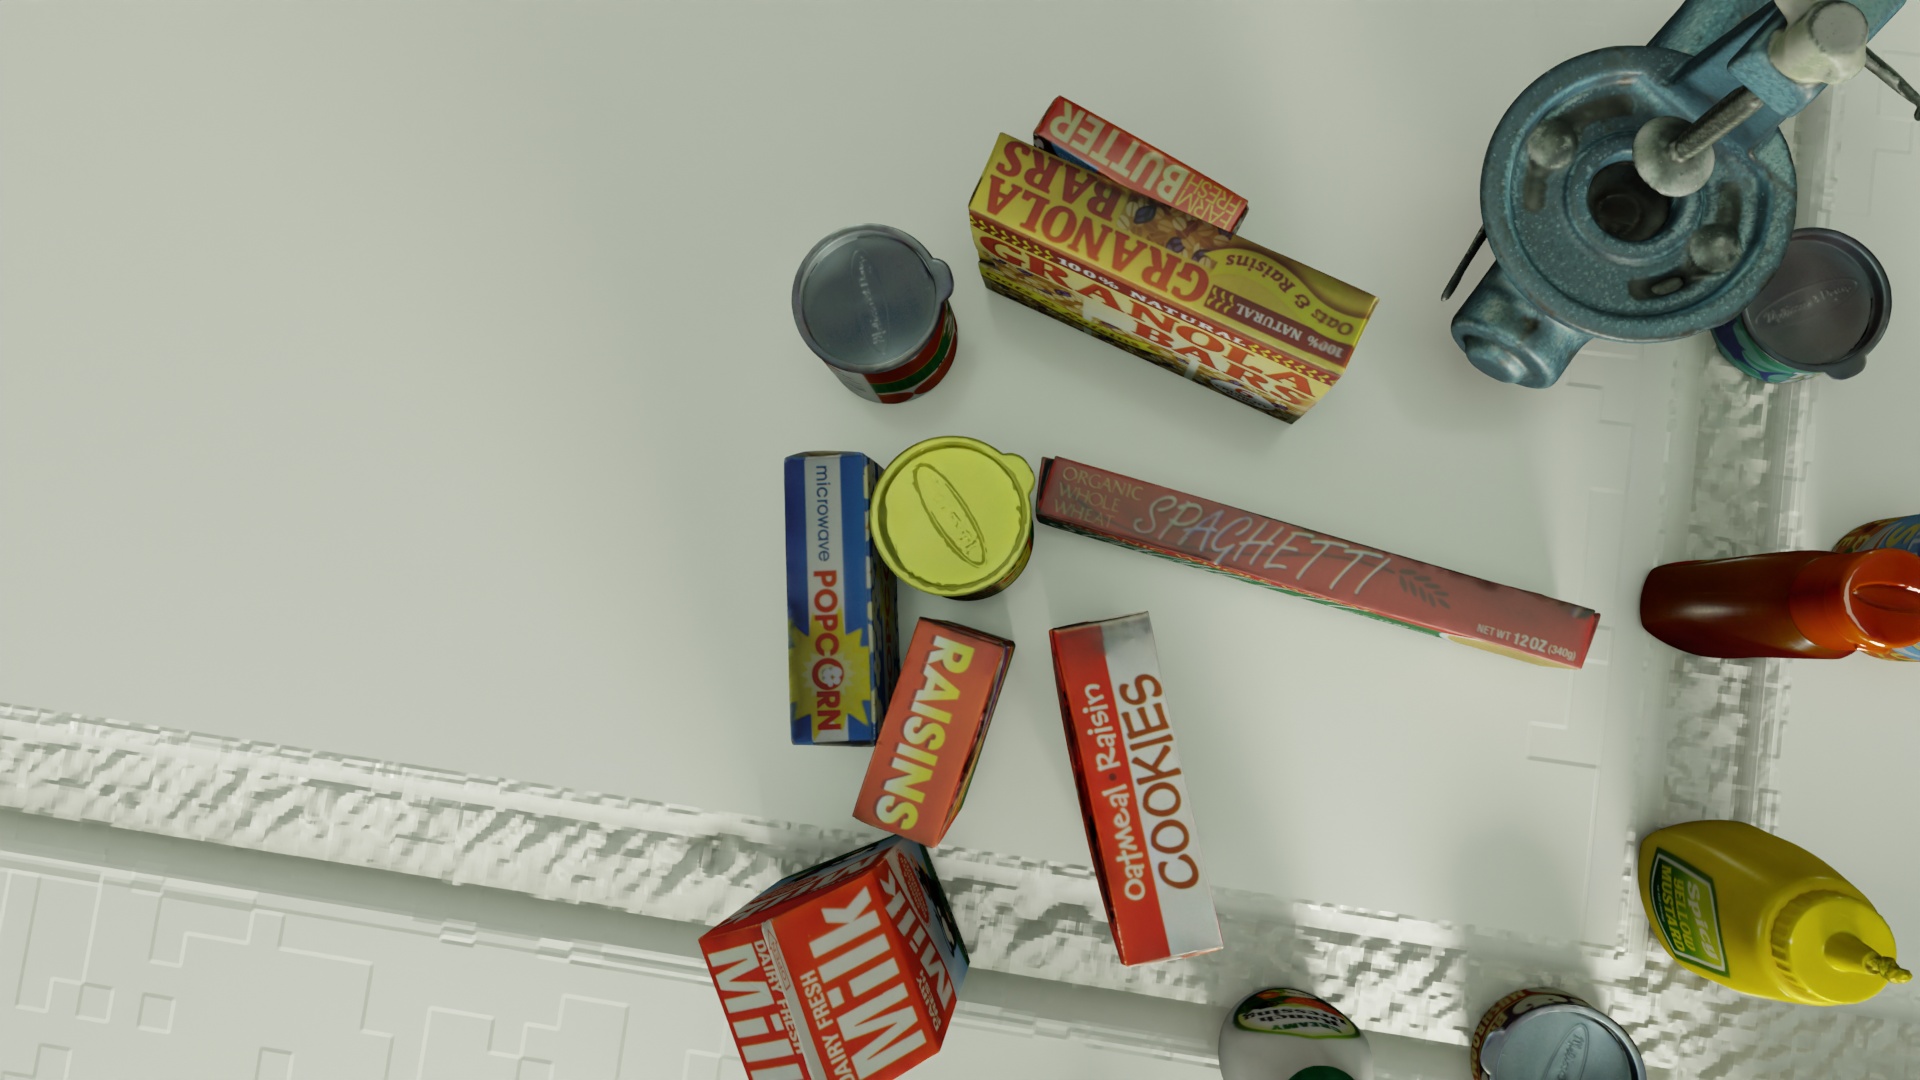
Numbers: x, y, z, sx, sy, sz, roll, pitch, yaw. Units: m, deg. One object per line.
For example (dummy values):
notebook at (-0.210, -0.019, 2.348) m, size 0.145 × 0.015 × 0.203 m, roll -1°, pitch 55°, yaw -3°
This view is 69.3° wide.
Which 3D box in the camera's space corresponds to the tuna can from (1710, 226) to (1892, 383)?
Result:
tuna can at (0.382, -0.104, 0.632) m, size 0.071 × 0.033 × 0.071 m, roll 0°, pitch 85°, yaw 4°

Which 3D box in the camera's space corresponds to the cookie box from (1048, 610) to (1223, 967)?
cookie box at (0.067, 0.094, 0.571) m, size 0.040 × 0.167 × 0.123 m, roll -13°, pitch 85°, yaw 3°

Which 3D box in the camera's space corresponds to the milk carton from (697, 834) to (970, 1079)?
milk carton at (-0.048, 0.171, 0.562) m, size 0.073 × 0.190 × 0.072 m, roll -22°, pitch 84°, yaw 3°

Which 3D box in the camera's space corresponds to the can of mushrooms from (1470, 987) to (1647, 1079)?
can of mushrooms at (0.260, 0.233, 0.612) m, size 0.071 × 0.033 × 0.071 m, roll 0°, pitch 85°, yaw 4°

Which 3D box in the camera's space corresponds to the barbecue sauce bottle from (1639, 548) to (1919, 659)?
barbecue sauce bottle at (0.337, 0.027, 0.566) m, size 0.065 × 0.148 × 0.043 m, roll 10°, pitch 87°, yaw 5°

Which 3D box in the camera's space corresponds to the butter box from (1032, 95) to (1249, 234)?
butter box at (0.083, -0.166, 0.650) m, size 0.103 × 0.053 × 0.024 m, roll 31°, pitch 89°, yaw 6°

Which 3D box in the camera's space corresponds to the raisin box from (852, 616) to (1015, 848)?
raisin box at (-0.008, 0.079, 0.601) m, size 0.040 × 0.123 × 0.086 m, roll 19°, pitch 87°, yaw 6°

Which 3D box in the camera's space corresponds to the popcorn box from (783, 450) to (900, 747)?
popcorn box at (-0.052, 0.027, 0.628) m, size 0.038 × 0.085 × 0.126 m, roll -2°, pitch 85°, yaw 4°

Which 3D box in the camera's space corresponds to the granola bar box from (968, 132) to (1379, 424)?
granola bar box at (0.087, -0.109, 0.609) m, size 0.166 × 0.124 × 0.039 m, roll 25°, pitch 88°, yaw 6°

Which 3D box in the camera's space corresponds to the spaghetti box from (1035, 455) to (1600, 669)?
spaghetti box at (0.154, 0.010, 0.631) m, size 0.250 × 0.050 × 0.028 m, roll 16°, pitch 87°, yaw 6°

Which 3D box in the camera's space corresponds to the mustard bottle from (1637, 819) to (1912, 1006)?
mustard bottle at (0.322, 0.150, 0.551) m, size 0.049 × 0.160 × 0.065 m, roll -9°, pitch 85°, yaw 4°

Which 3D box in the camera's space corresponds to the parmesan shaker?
parmesan shaker at (0.002, -0.008, 0.618) m, size 0.071 × 0.103 × 0.071 m, roll 0°, pitch 86°, yaw 4°

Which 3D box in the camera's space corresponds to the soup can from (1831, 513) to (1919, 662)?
soup can at (0.419, 0.020, 0.593) m, size 0.071 × 0.083 × 0.071 m, roll 0°, pitch 85°, yaw 4°

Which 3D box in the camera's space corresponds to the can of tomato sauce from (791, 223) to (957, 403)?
can of tomato sauce at (-0.035, -0.102, 0.639) m, size 0.071 × 0.083 × 0.071 m, roll 0°, pitch 85°, yaw 4°

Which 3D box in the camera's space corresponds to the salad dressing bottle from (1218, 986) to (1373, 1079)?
salad dressing bottle at (0.141, 0.221, 0.565) m, size 0.064 × 0.147 × 0.044 m, roll 3°, pitch 86°, yaw 5°
